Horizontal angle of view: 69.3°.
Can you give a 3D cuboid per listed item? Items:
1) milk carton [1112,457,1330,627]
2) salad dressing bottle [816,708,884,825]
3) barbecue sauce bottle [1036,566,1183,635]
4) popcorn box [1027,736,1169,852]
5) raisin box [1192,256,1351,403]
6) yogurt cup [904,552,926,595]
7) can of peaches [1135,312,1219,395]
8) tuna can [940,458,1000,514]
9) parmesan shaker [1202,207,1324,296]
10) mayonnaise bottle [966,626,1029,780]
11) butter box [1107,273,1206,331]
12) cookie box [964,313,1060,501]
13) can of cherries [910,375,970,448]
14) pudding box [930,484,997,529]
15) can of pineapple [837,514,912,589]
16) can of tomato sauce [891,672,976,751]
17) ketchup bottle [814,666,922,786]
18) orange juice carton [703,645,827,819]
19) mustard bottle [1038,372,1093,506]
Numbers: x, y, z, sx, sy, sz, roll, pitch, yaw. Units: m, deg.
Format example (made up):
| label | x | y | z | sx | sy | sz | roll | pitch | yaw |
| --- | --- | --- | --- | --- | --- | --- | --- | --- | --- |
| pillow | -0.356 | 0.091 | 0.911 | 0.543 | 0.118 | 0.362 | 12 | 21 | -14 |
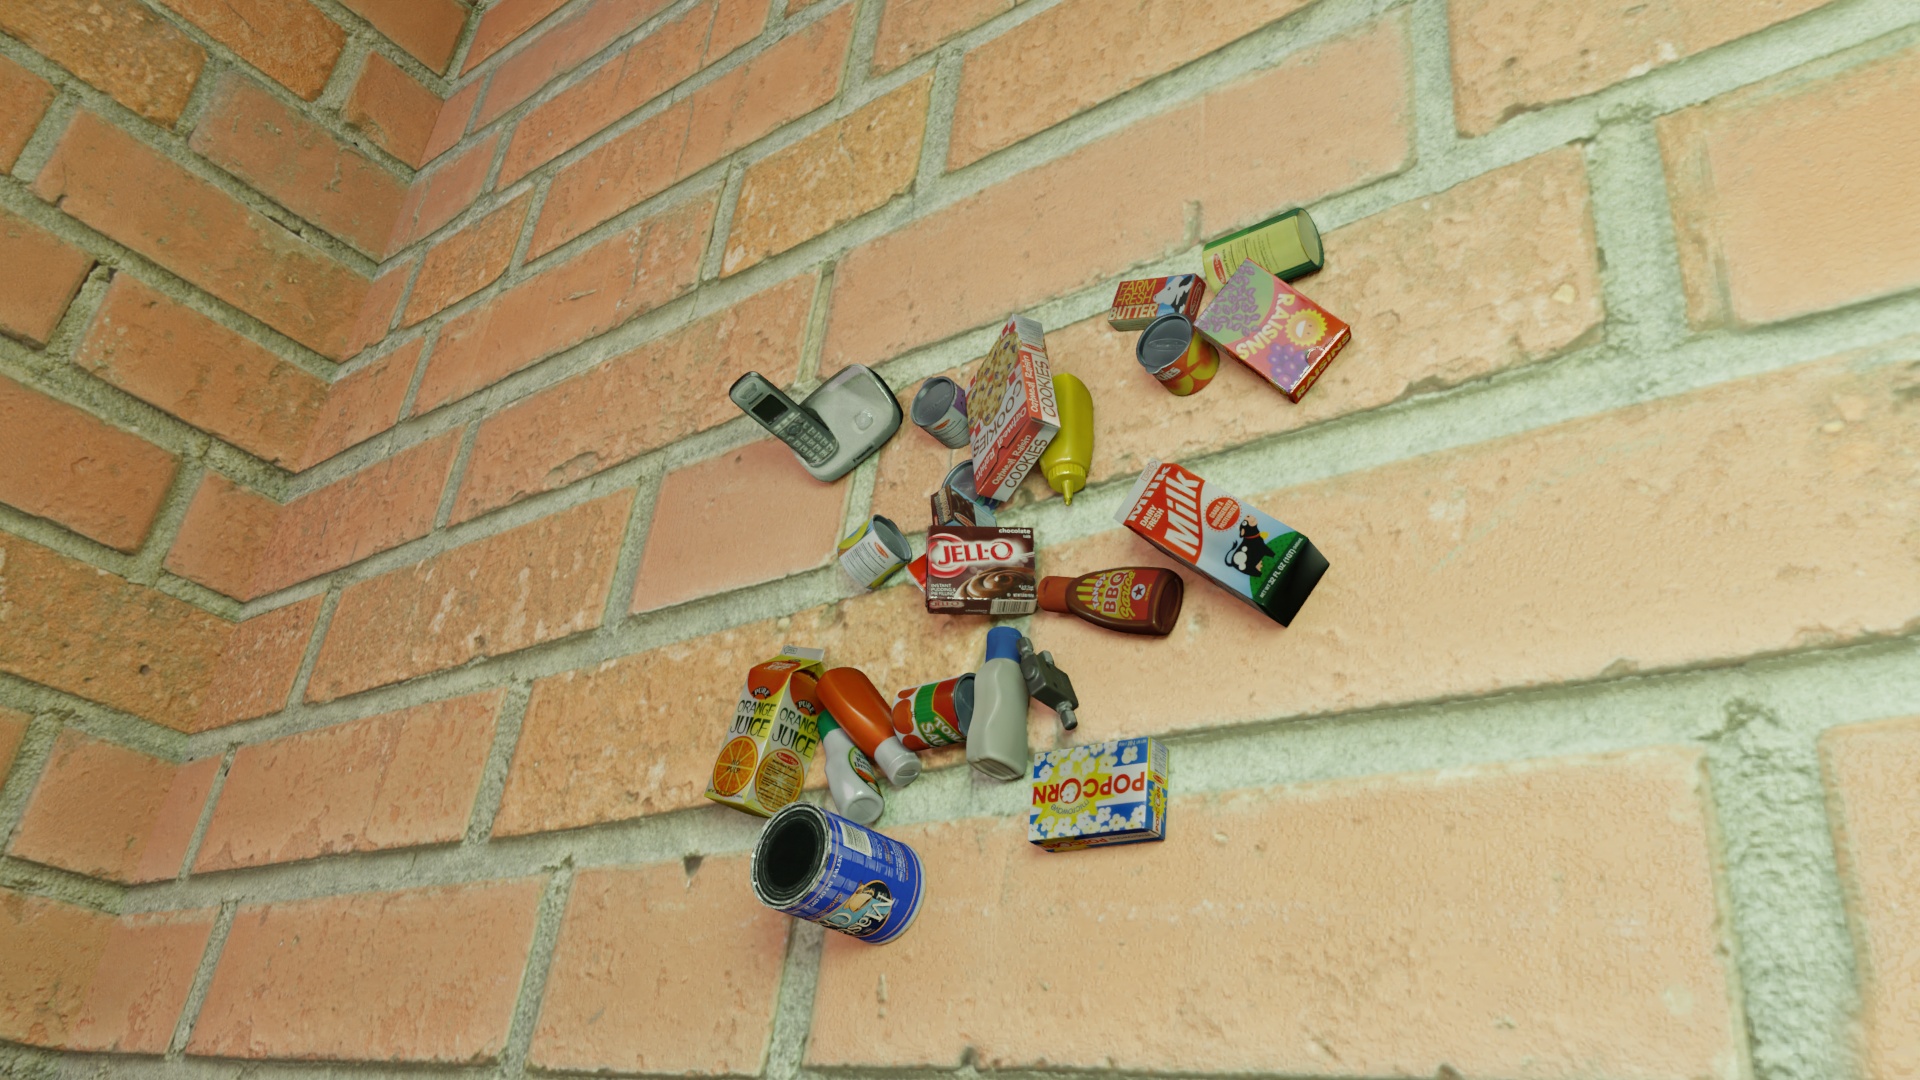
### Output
| label | x | y | z | sx | sy | sz | roll | pitch | yaw |
| --- | --- | --- | --- | --- | --- | --- | --- | --- | --- |
| milk carton | 0.226 | -0.006 | 1.248 | 0.191 | 0.073 | 0.072 | 33 | 89 | 35 |
| salad dressing bottle | -0.119 | 0.233 | 1.452 | 0.044 | 0.064 | 0.148 | -38 | 36 | 7 |
| barbecue sauce bottle | 0.141 | 0.055 | 1.339 | 0.148 | 0.043 | 0.065 | 2 | 67 | 44 |
| popcorn box | 0.124 | 0.229 | 1.245 | 0.126 | 0.038 | 0.085 | -16 | 55 | 35 |
| raisin box | 0.299 | -0.202 | 1.332 | 0.123 | 0.040 | 0.086 | 41 | 94 | 24 |
| yogurt cup | -0.018 | 0.037 | 1.484 | 0.054 | 0.072 | 0.072 | -42 | 43 | 3 |
| can of peaches | 0.221 | -0.187 | 1.414 | 0.071 | 0.058 | 0.071 | -22 | 52 | 31 |
| tuna can | 0.012 | -0.052 | 1.536 | 0.071 | 0.033 | 0.071 | -23 | 50 | 31 |
| parmesan shaker | 0.305 | -0.283 | 1.396 | 0.103 | 0.071 | 0.071 | -17 | 54 | 34 |
| mayonnaise bottle | 0.039 | 0.156 | 1.356 | 0.041 | 0.064 | 0.149 | -24 | 46 | 35 |
| butter box | 0.210 | -0.256 | 1.494 | 0.103 | 0.024 | 0.053 | 3 | 67 | 44 |
| cookie box | 0.052 | -0.143 | 1.496 | 0.122 | 0.040 | 0.168 | -55 | 29 | 40 |
| can of cherries | -0.014 | -0.150 | 1.606 | 0.071 | 0.058 | 0.072 | -23 | 50 | 32 |
| pudding box | 0.005 | -0.019 | 1.482 | 0.030 | 0.083 | 0.050 | -29 | 48 | 27 |
| can of pineapple | -0.097 | 0.013 | 1.571 | 0.057 | 0.071 | 0.071 | -39 | 44 | 18 |
| can of tomato sauce | -0.018 | 0.174 | 1.390 | 0.083 | 0.071 | 0.071 | -18 | 53 | 35 |
| ketchup bottle | -0.092 | 0.193 | 1.453 | 0.149 | 0.065 | 0.043 | 47 | 116 | 40 |
| orange juice carton | -0.204 | 0.206 | 1.535 | 0.071 | 0.073 | 0.193 | -1 | 63 | 43 |
| mustard bottle | 0.109 | -0.100 | 1.465 | 0.065 | 0.049 | 0.161 | -30 | 47 | 37 |
